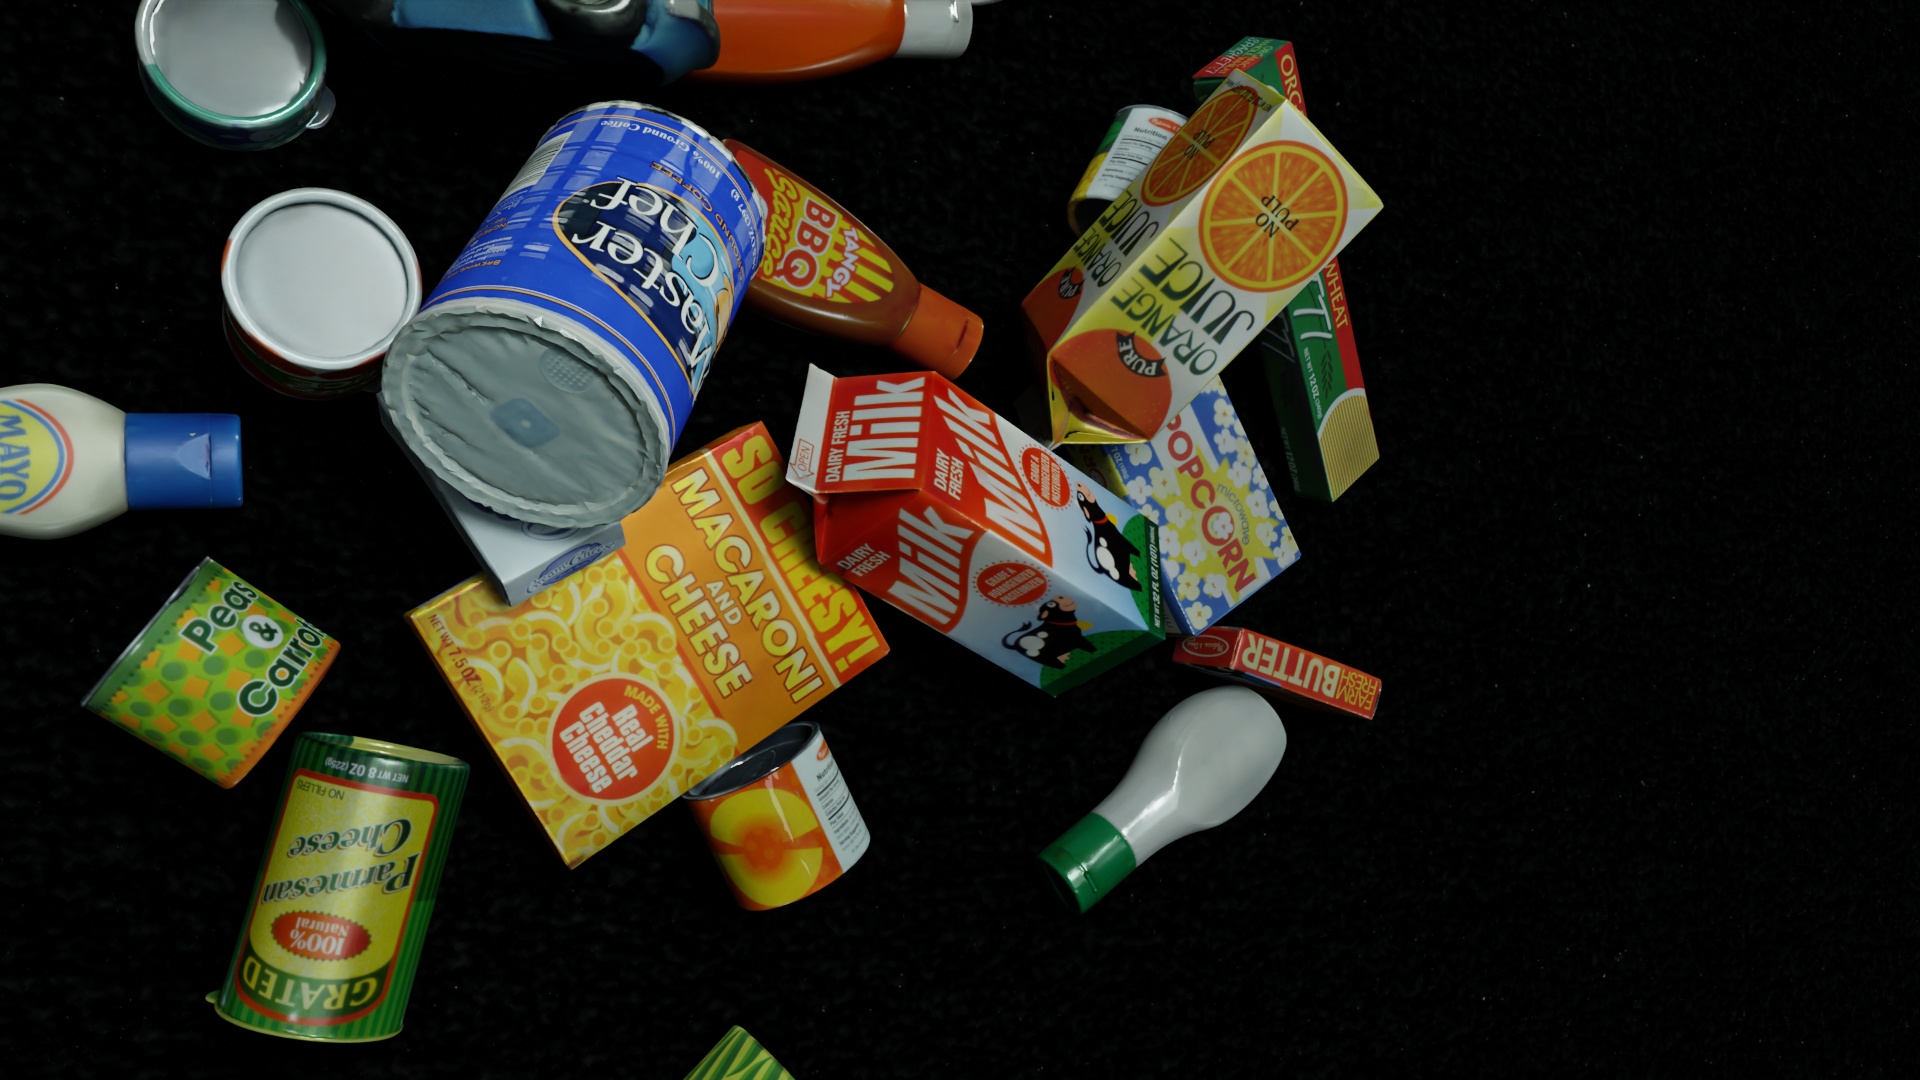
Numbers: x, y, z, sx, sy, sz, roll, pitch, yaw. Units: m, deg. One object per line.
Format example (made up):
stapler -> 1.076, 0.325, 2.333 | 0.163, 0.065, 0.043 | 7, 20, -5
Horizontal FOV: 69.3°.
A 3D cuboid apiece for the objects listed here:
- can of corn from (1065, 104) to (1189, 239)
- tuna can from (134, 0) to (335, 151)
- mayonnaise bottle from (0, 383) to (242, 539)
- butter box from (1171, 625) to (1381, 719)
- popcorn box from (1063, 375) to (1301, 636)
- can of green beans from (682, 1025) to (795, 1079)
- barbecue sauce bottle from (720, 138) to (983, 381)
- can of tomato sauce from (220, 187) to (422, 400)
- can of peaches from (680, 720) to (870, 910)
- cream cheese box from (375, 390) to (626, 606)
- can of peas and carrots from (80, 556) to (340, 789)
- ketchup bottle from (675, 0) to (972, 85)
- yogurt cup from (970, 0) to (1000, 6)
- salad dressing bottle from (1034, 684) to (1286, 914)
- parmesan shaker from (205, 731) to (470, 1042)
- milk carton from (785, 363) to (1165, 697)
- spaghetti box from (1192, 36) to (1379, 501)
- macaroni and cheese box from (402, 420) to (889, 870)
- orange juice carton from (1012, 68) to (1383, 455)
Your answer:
can of corn -> 0.096, -0.179, 0.719 | 0.071, 0.071, 0.058 | 34, 74, -22
tuna can -> -0.280, -0.187, 0.540 | 0.071, 0.033, 0.071 | 1, 87, -27
mayonnaise bottle -> -0.340, -0.028, 0.496 | 0.148, 0.041, 0.064 | -2, 87, -27
butter box -> 0.172, 0.070, 0.751 | 0.103, 0.053, 0.024 | 20, 81, -25
popcorn box -> 0.118, -0.023, 0.736 | 0.085, 0.038, 0.126 | -32, 103, -24
can of green beans -> -0.095, 0.253, 0.597 | 0.058, 0.071, 0.071 | -43, 107, -23
barbecue sauce bottle -> -0.059, -0.122, 0.646 | 0.148, 0.043, 0.065 | 27, 72, -24
can of tomato sauce -> -0.242, -0.089, 0.527 | 0.071, 0.083, 0.071 | 1, 87, -27
can of peaches -> -0.083, 0.121, 0.611 | 0.071, 0.071, 0.058 | -29, 102, -25
cream cheese box -> -0.186, -0.028, 0.561 | 0.053, 0.024, 0.104 | -32, 72, -23
can of peas and carrots -> -0.273, 0.048, 0.512 | 0.058, 0.071, 0.071 | 40, 71, -21
ketchup bottle -> -0.067, -0.245, 0.647 | 0.149, 0.043, 0.064 | -9, 98, -28
yogurt cup -> 0.003, -0.303, 0.677 | 0.072, 0.072, 0.054 | 12, 75, -27
salad dressing bottle -> 0.104, 0.133, 0.719 | 0.148, 0.044, 0.064 | -34, 105, -23
parmesan shaker -> -0.236, 0.129, 0.530 | 0.071, 0.071, 0.103 | 16, 80, -26
milk carton -> 0.002, -0.008, 0.631 | 0.190, 0.073, 0.073 | 32, 43, -29
spaghetti box -> 0.175, -0.136, 0.733 | 0.050, 0.029, 0.249 | -39, 124, -29
macaroni and cheese box -> -0.131, 0.041, 0.603 | 0.167, 0.040, 0.123 | -33, 102, -24
orange juice carton -> 0.095, -0.119, 0.657 | 0.073, 0.072, 0.192 | 36, 107, -25
